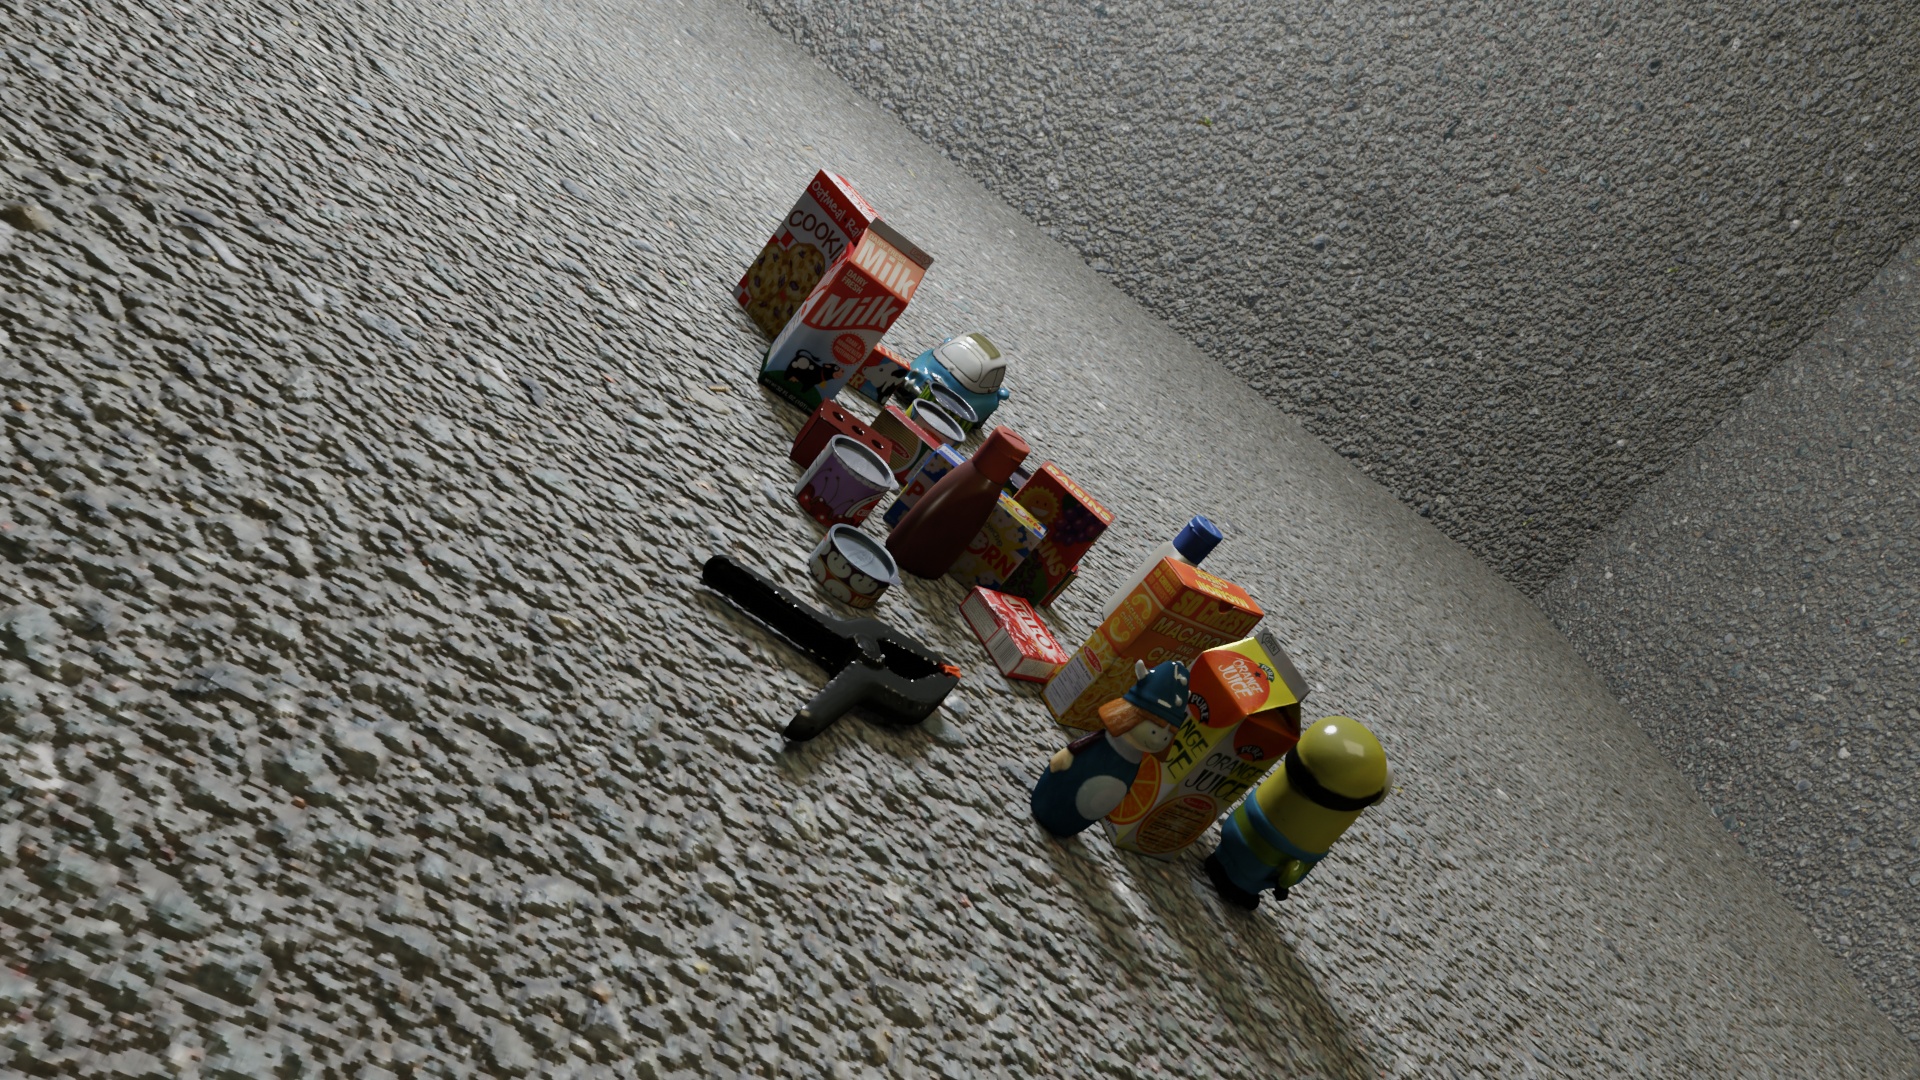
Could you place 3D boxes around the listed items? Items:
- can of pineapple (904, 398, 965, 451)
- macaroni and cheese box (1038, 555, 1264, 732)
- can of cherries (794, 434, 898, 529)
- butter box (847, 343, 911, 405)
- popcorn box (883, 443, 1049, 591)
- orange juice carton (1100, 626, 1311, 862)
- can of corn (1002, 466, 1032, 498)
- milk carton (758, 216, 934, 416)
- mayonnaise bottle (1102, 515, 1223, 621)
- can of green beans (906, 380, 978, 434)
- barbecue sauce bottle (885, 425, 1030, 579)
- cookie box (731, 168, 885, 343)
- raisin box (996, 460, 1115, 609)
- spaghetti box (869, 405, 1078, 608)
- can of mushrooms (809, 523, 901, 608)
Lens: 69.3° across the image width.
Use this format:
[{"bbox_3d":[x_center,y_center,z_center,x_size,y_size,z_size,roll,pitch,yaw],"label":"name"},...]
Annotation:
[{"bbox_3d":[-0.037,-0.102,1.418,0.071,0.057,0.071,35,20,-15],"label":"can of pineapple"},{"bbox_3d":[0.166,0.099,1.195,0.124,0.166,0.040,20,28,-44],"label":"macaroni and cheese box"},{"bbox_3d":[-0.098,-0.046,1.189,0.071,0.058,0.072,35,20,-15],"label":"can of cherries"},{"bbox_3d":[-0.109,-0.193,1.487,0.103,0.053,0.024,30,22,-25],"label":"butter box"},{"bbox_3d":[0.005,-0.016,1.269,0.127,0.085,0.038,40,19,0],"label":"popcorn box"},{"bbox_3d":[0.189,0.156,1.077,0.073,0.192,0.072,25,25,-38],"label":"orange juice carton"},{"bbox_3d":[0.050,-0.041,1.441,0.071,0.058,0.071,35,20,-15],"label":"can of corn"},{"bbox_3d":[-0.110,-0.217,1.336,0.072,0.190,0.074,34,20,-18],"label":"milk carton"},{"bbox_3d":[0.207,0.039,1.421,0.041,0.147,0.065,32,21,-22],"label":"mayonnaise bottle"},{"bbox_3d":[-0.025,-0.129,1.495,0.071,0.057,0.071,35,20,-15],"label":"can of green beans"},{"bbox_3d":[0.001,-0.034,1.208,0.065,0.148,0.044,22,26,-41],"label":"barbecue sauce bottle"},{"bbox_3d":[-0.148,-0.280,1.435,0.123,0.167,0.040,51,22,27],"label":"cookie box"},{"bbox_3d":[0.072,-0.001,1.301,0.086,0.123,0.040,42,19,4],"label":"raisin box"},{"bbox_3d":[0.008,-0.034,1.365,0.250,0.050,0.029,41,19,3],"label":"spaghetti box"},{"bbox_3d":[-0.084,0.022,1.107,0.071,0.033,0.071,35,20,-15],"label":"can of mushrooms"}]
